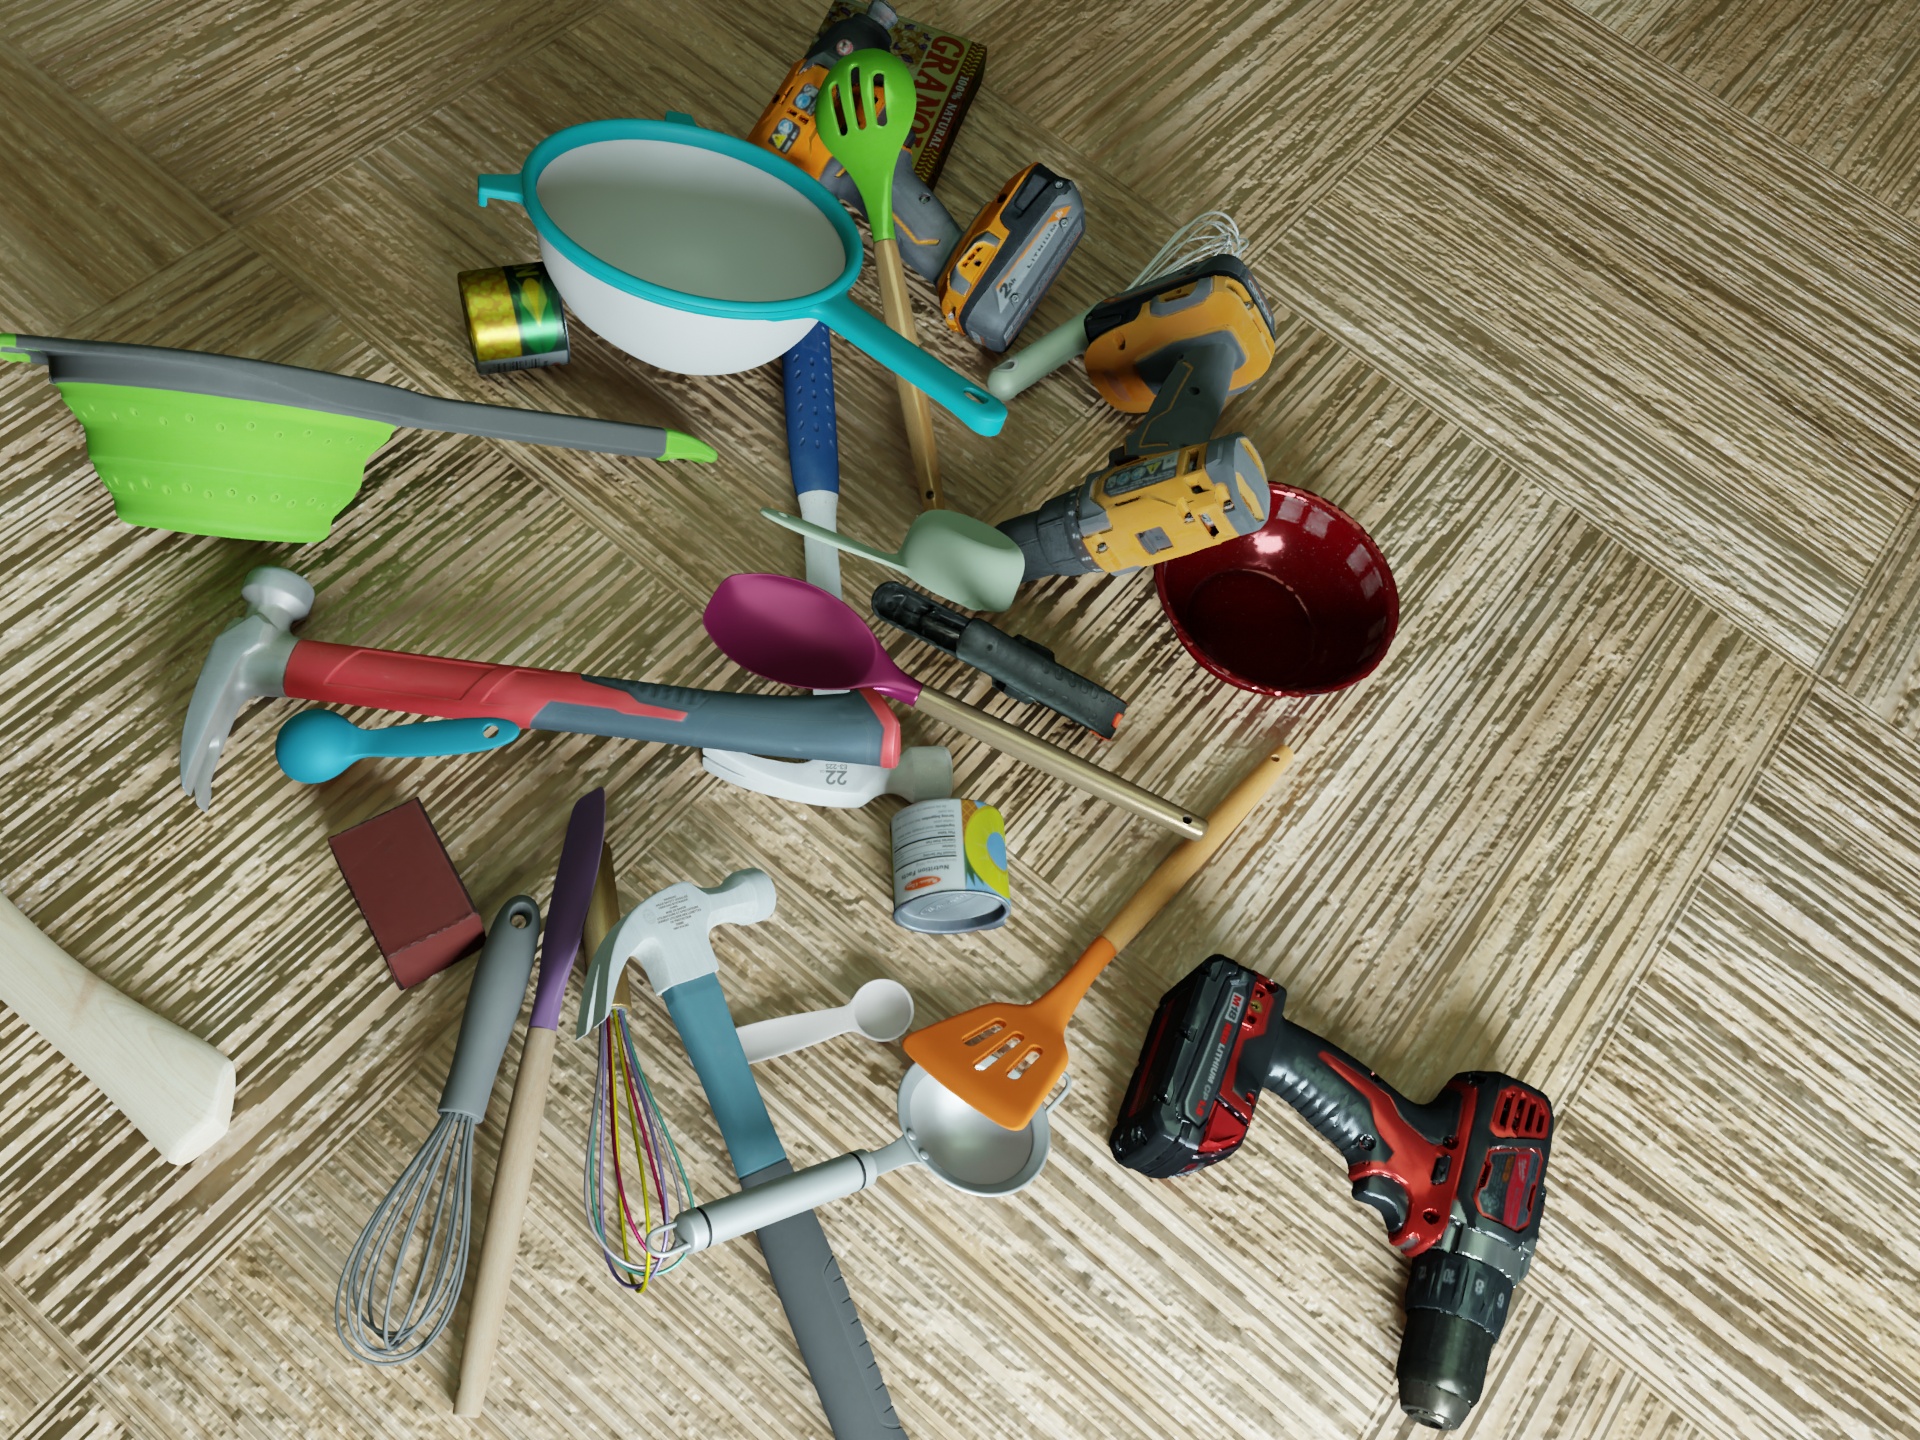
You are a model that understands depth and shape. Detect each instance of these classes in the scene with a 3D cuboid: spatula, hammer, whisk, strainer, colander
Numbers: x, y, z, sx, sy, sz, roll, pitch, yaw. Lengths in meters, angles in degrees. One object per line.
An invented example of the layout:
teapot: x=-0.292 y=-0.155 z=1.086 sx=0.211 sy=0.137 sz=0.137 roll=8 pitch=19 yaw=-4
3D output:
spatula: x=-0.217 y=0.183 z=0.809 sx=0.018 sy=0.060 sz=0.316 roll=20 pitch=64 yaw=-30
hammer: x=-0.227 y=0.003 z=0.880 sx=0.386 sy=0.038 sz=0.143 roll=7 pitch=62 yaw=2
hammer: x=-0.091 y=0.235 z=0.790 sx=0.128 sy=0.033 sz=0.331 roll=-11 pitch=70 yaw=-44
whisk: x=-0.177 y=0.171 z=0.826 sx=0.051 sy=0.047 sz=0.245 roll=-14 pitch=61 yaw=-1
whisk: x=0.114 y=-0.292 z=1.130 sx=0.246 sy=0.059 sz=0.058 roll=-36 pitch=38 yaw=-21
spatula: x=0.100 y=0.109 z=0.913 sx=0.081 sy=0.041 sz=0.323 roll=33 pitch=58 yaw=25
hammer: x=-0.531 y=0.083 z=0.808 sx=0.411 sy=0.038 sz=0.146 roll=40 pitch=64 yaw=10
strainer: x=-0.046 y=0.220 z=0.789 sx=0.258 sy=0.050 sz=0.087 roll=-7 pitch=51 yaw=-43
whisk: x=-0.253 y=0.196 z=0.795 sx=0.055 sy=0.055 sz=0.239 roll=13 pitch=59 yaw=-4
hammer: x=-0.096 y=-0.133 z=1.007 sx=0.144 sy=0.035 sz=0.406 roll=-1 pitch=63 yaw=-12
strainer: x=-0.123 y=-0.248 z=0.992 sx=0.340 sy=0.095 sz=0.211 roll=36 pitch=44 yaw=11
colander: x=-0.339 y=-0.147 z=0.933 sx=0.397 sy=0.205 sz=0.094 roll=3 pitch=96 yaw=-27

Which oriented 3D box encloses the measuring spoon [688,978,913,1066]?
measuring spoon: x=-0.086 y=0.170 z=0.864 sx=0.124 sy=0.018 sz=0.034 roll=-13 pitch=69 yaw=-10

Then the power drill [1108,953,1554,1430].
power drill: x=0.198 y=0.245 z=0.845 sx=0.226 sy=0.080 sz=0.188 roll=26 pitch=61 yaw=0

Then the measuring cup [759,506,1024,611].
measuring cup: x=-0.037 y=-0.111 z=0.945 sx=0.167 sy=0.038 sz=0.083 roll=17 pitch=21 yaw=-25

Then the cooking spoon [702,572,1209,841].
cooking spoon: x=-0.001 y=-0.003 z=0.927 sx=0.319 sy=0.017 sz=0.069 roll=25 pitch=63 yaw=1

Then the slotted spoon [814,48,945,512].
slotted spoon: x=-0.043 y=-0.287 z=1.036 sx=0.070 sy=0.031 sz=0.314 roll=-10 pitch=90 yaw=14

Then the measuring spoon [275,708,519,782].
measuring spoon: x=-0.300 y=0.007 z=0.842 sx=0.128 sy=0.021 sz=0.042 roll=-5 pitch=64 yaw=-2

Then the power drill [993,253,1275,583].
power drill: x=0.111 y=-0.184 z=1.025 sx=0.185 sy=0.084 sz=0.226 roll=-14 pitch=45 yaw=31

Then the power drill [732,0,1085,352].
power drill: x=-0.028 y=-0.374 z=1.085 sx=0.226 sy=0.084 sz=0.164 roll=34 pitch=95 yaw=3
